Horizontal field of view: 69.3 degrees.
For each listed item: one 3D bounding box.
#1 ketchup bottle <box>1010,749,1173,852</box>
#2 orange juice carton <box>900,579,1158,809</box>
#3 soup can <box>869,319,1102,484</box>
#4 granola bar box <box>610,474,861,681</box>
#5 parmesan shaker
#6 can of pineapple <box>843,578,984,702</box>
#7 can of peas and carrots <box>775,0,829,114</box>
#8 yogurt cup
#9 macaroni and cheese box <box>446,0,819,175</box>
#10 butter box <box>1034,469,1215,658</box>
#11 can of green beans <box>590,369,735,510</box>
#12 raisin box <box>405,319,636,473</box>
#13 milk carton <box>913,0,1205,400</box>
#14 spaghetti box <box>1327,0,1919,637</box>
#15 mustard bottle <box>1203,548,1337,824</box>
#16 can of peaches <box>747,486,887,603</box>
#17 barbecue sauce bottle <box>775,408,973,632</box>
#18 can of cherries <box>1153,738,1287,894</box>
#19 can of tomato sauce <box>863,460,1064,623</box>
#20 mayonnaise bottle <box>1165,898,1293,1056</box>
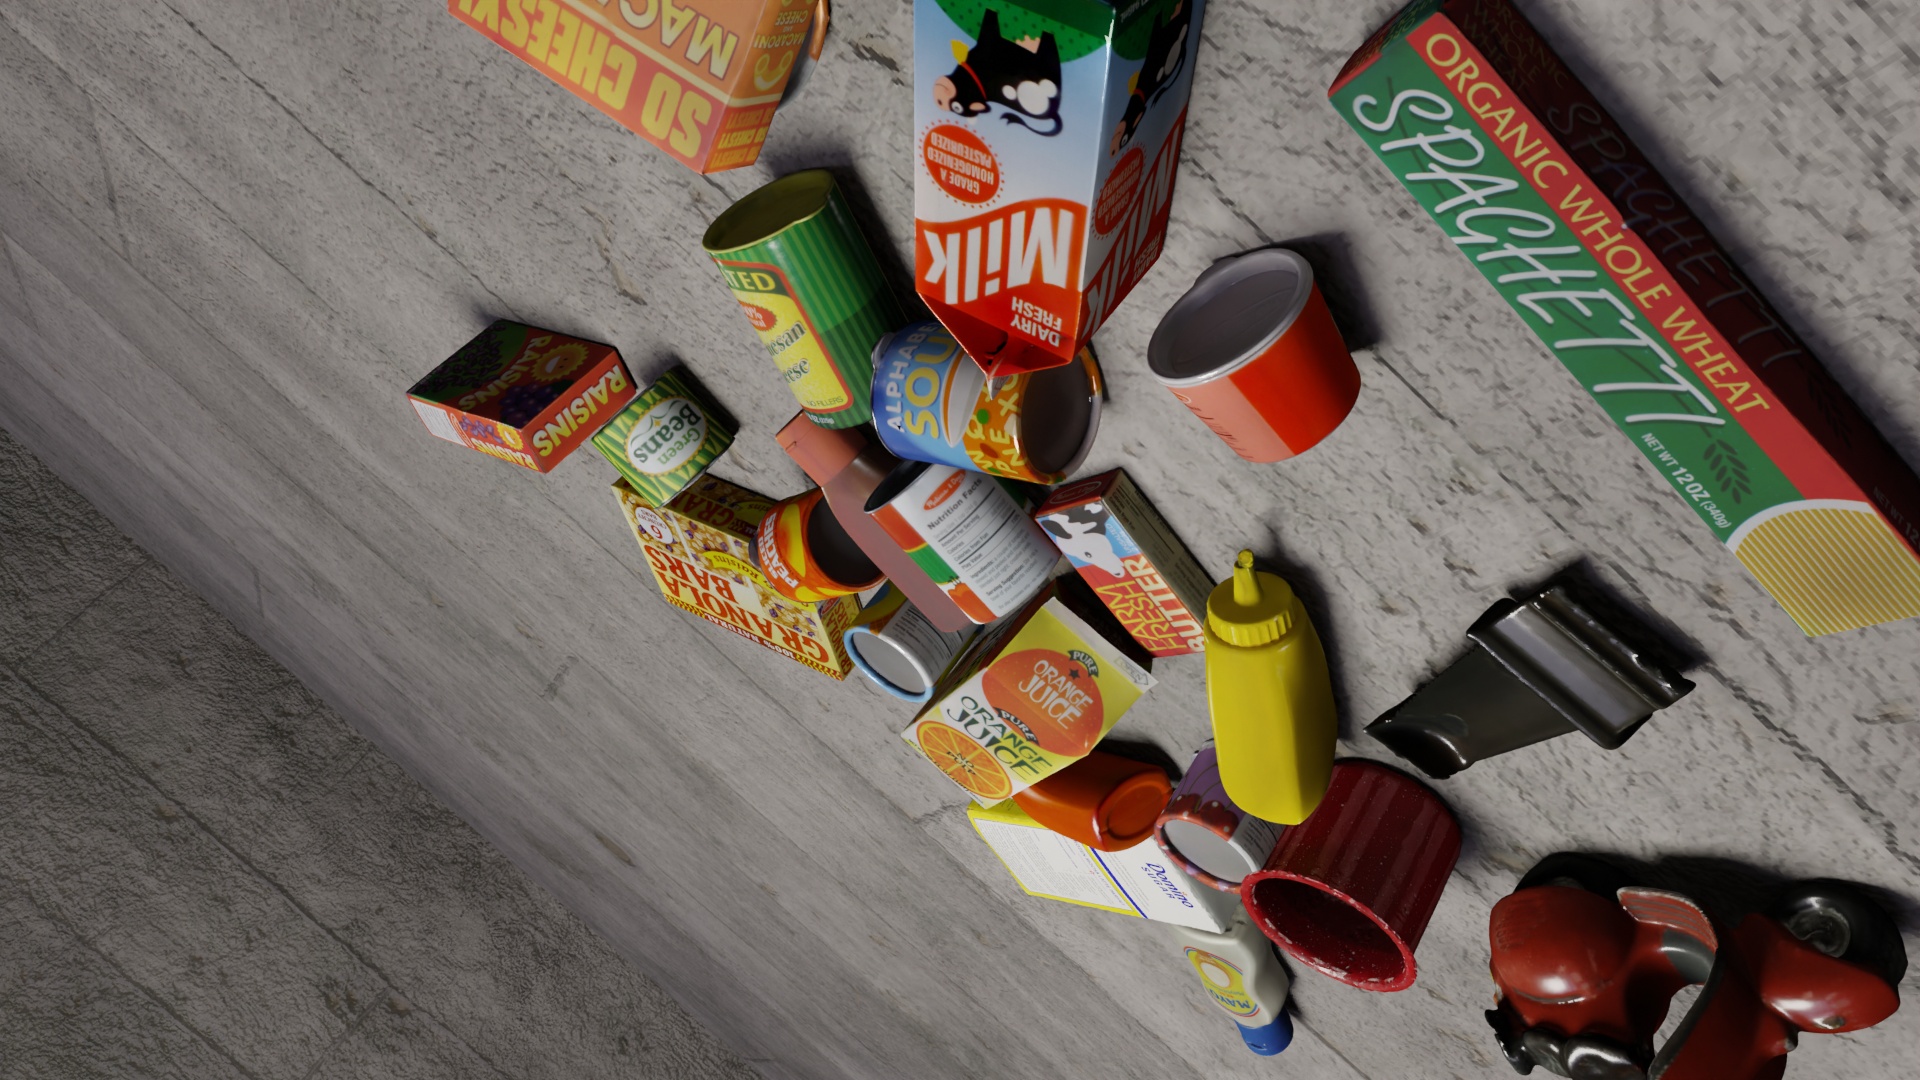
[{"bbox_3d":[0.063,0.153,0.870,0.148,0.065,0.043,5,115,57],"label":"ketchup bottle"},{"bbox_3d":[0.041,0.085,0.786,0.072,0.073,0.192,41,150,-2],"label":"orange juice carton"},{"bbox_3d":[0.010,-0.064,0.623,0.084,0.072,0.071,12,140,38],"label":"soup can"},{"bbox_3d":[-0.146,0.017,0.938,0.166,0.039,0.123,21,145,29],"label":"granola bar box"},{"bbox_3d":[-0.064,-0.110,0.644,0.071,0.071,0.102,7,137,43],"label":"parmesan shaker"},{"bbox_3d":[-0.029,0.056,0.841,0.071,0.058,0.070,28,149,19],"label":"can of pineapple"},{"bbox_3d":[-0.094,-0.209,0.545,0.059,0.071,0.070,27,148,20],"label":"can of peas and carrots"},{"bbox_3d":[0.111,-0.066,0.515,0.072,0.073,0.054,-4,137,50],"label":"yogurt cup"},{"bbox_3d":[-0.098,-0.230,0.474,0.124,0.040,0.165,34,120,10],"label":"macaroni and cheese box"},{"bbox_3d":[0.088,0.014,0.687,0.103,0.024,0.053,49,148,-17],"label":"butter box"},{"bbox_3d":[-0.180,-0.061,0.842,0.057,0.071,0.071,48,149,-14],"label":"can of green beans"},{"bbox_3d":[-0.282,-0.094,0.891,0.123,0.086,0.040,16,141,34],"label":"raisin box"},{"bbox_3d":[0.032,-0.135,0.499,0.073,0.073,0.189,28,149,18],"label":"milk carton"},{"bbox_3d":[0.215,-0.067,0.431,0.250,0.029,0.050,44,149,-9],"label":"spaghetti box"},{"bbox_3d":[0.144,0.063,0.657,0.049,0.066,0.159,9,133,33],"label":"mustard bottle"},{"bbox_3d":[-0.079,0.001,0.810,0.071,0.071,0.058,50,148,-18],"label":"can of peaches"},{"bbox_3d":[-0.039,-0.016,0.769,0.148,0.044,0.064,46,143,-10],"label":"barbecue sauce bottle"},{"bbox_3d":[0.148,0.154,0.775,0.071,0.059,0.071,27,148,19],"label":"can of cherries"},{"bbox_3d":[0.003,-0.009,0.711,0.083,0.071,0.071,47,149,-14],"label":"can of tomato sauce"},{"bbox_3d":[0.189,0.292,0.935,0.065,0.041,0.147,7,136,41],"label":"mayonnaise bottle"}]
